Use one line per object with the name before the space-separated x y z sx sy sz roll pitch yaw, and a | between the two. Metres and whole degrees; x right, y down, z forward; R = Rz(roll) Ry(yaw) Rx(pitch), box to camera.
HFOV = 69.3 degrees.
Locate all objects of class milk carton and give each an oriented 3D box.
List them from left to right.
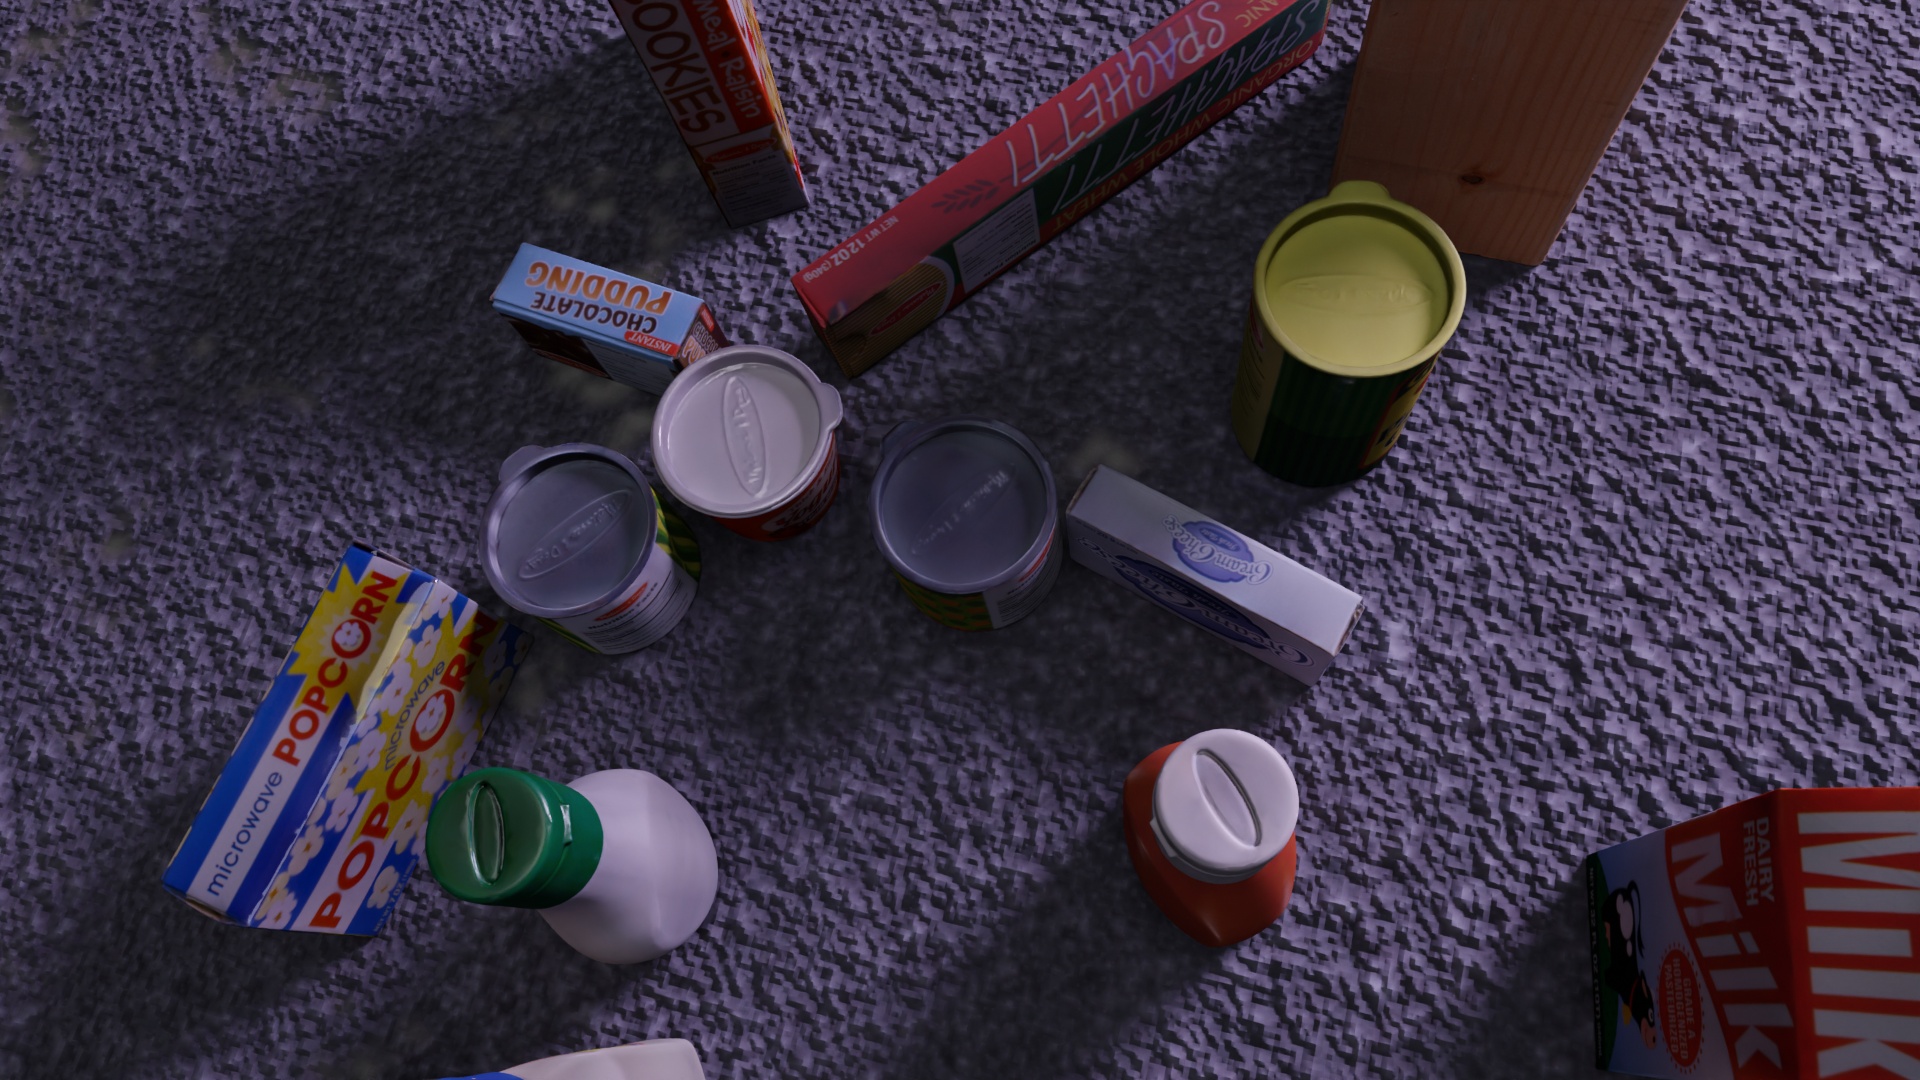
milk carton | 0.235 0.112 0.371 0.073 0.190 0.072 4 72 8

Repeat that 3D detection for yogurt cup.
yogurt cup | -0.077 -0.033 0.529 0.072 0.053 0.072 -2 71 6

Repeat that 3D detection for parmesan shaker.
parmesan shaker | 0.133 -0.069 0.491 0.071 0.103 0.071 -2 72 6

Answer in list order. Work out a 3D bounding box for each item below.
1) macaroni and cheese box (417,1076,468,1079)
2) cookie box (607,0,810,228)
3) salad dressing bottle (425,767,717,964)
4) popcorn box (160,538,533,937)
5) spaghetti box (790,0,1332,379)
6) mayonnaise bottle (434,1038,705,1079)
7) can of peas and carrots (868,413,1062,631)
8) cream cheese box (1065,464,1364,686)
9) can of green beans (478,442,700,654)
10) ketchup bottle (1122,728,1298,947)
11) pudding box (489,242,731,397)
macaroni and cheese box | -0.195 0.224 0.396 0.040 0.166 0.124 -6 71 5
cookie box | -0.106 -0.218 0.534 0.040 0.167 0.123 -17 71 1
salad dressing bottle | -0.118 0.100 0.439 0.044 0.147 0.064 -12 71 3
popcorn box | -0.211 0.073 0.492 0.038 0.085 0.127 20 75 13
spaghetti box | 0.045 -0.154 0.558 0.250 0.050 0.029 -36 72 -6
mayonnaise bottle | -0.123 0.175 0.414 0.065 0.147 0.041 -20 71 0
can of peas and carrots | 0.002 -0.006 0.508 0.071 0.058 0.071 -2 71 6
cream cheese box | 0.088 0.013 0.494 0.104 0.053 0.024 28 77 15
can of green beans | -0.137 0.004 0.521 0.071 0.057 0.071 -2 71 6
ketchup bottle | 0.075 0.089 0.420 0.043 0.148 0.065 -29 71 -3
pudding box | -0.138 -0.085 0.555 0.084 0.049 0.030 19 75 12
